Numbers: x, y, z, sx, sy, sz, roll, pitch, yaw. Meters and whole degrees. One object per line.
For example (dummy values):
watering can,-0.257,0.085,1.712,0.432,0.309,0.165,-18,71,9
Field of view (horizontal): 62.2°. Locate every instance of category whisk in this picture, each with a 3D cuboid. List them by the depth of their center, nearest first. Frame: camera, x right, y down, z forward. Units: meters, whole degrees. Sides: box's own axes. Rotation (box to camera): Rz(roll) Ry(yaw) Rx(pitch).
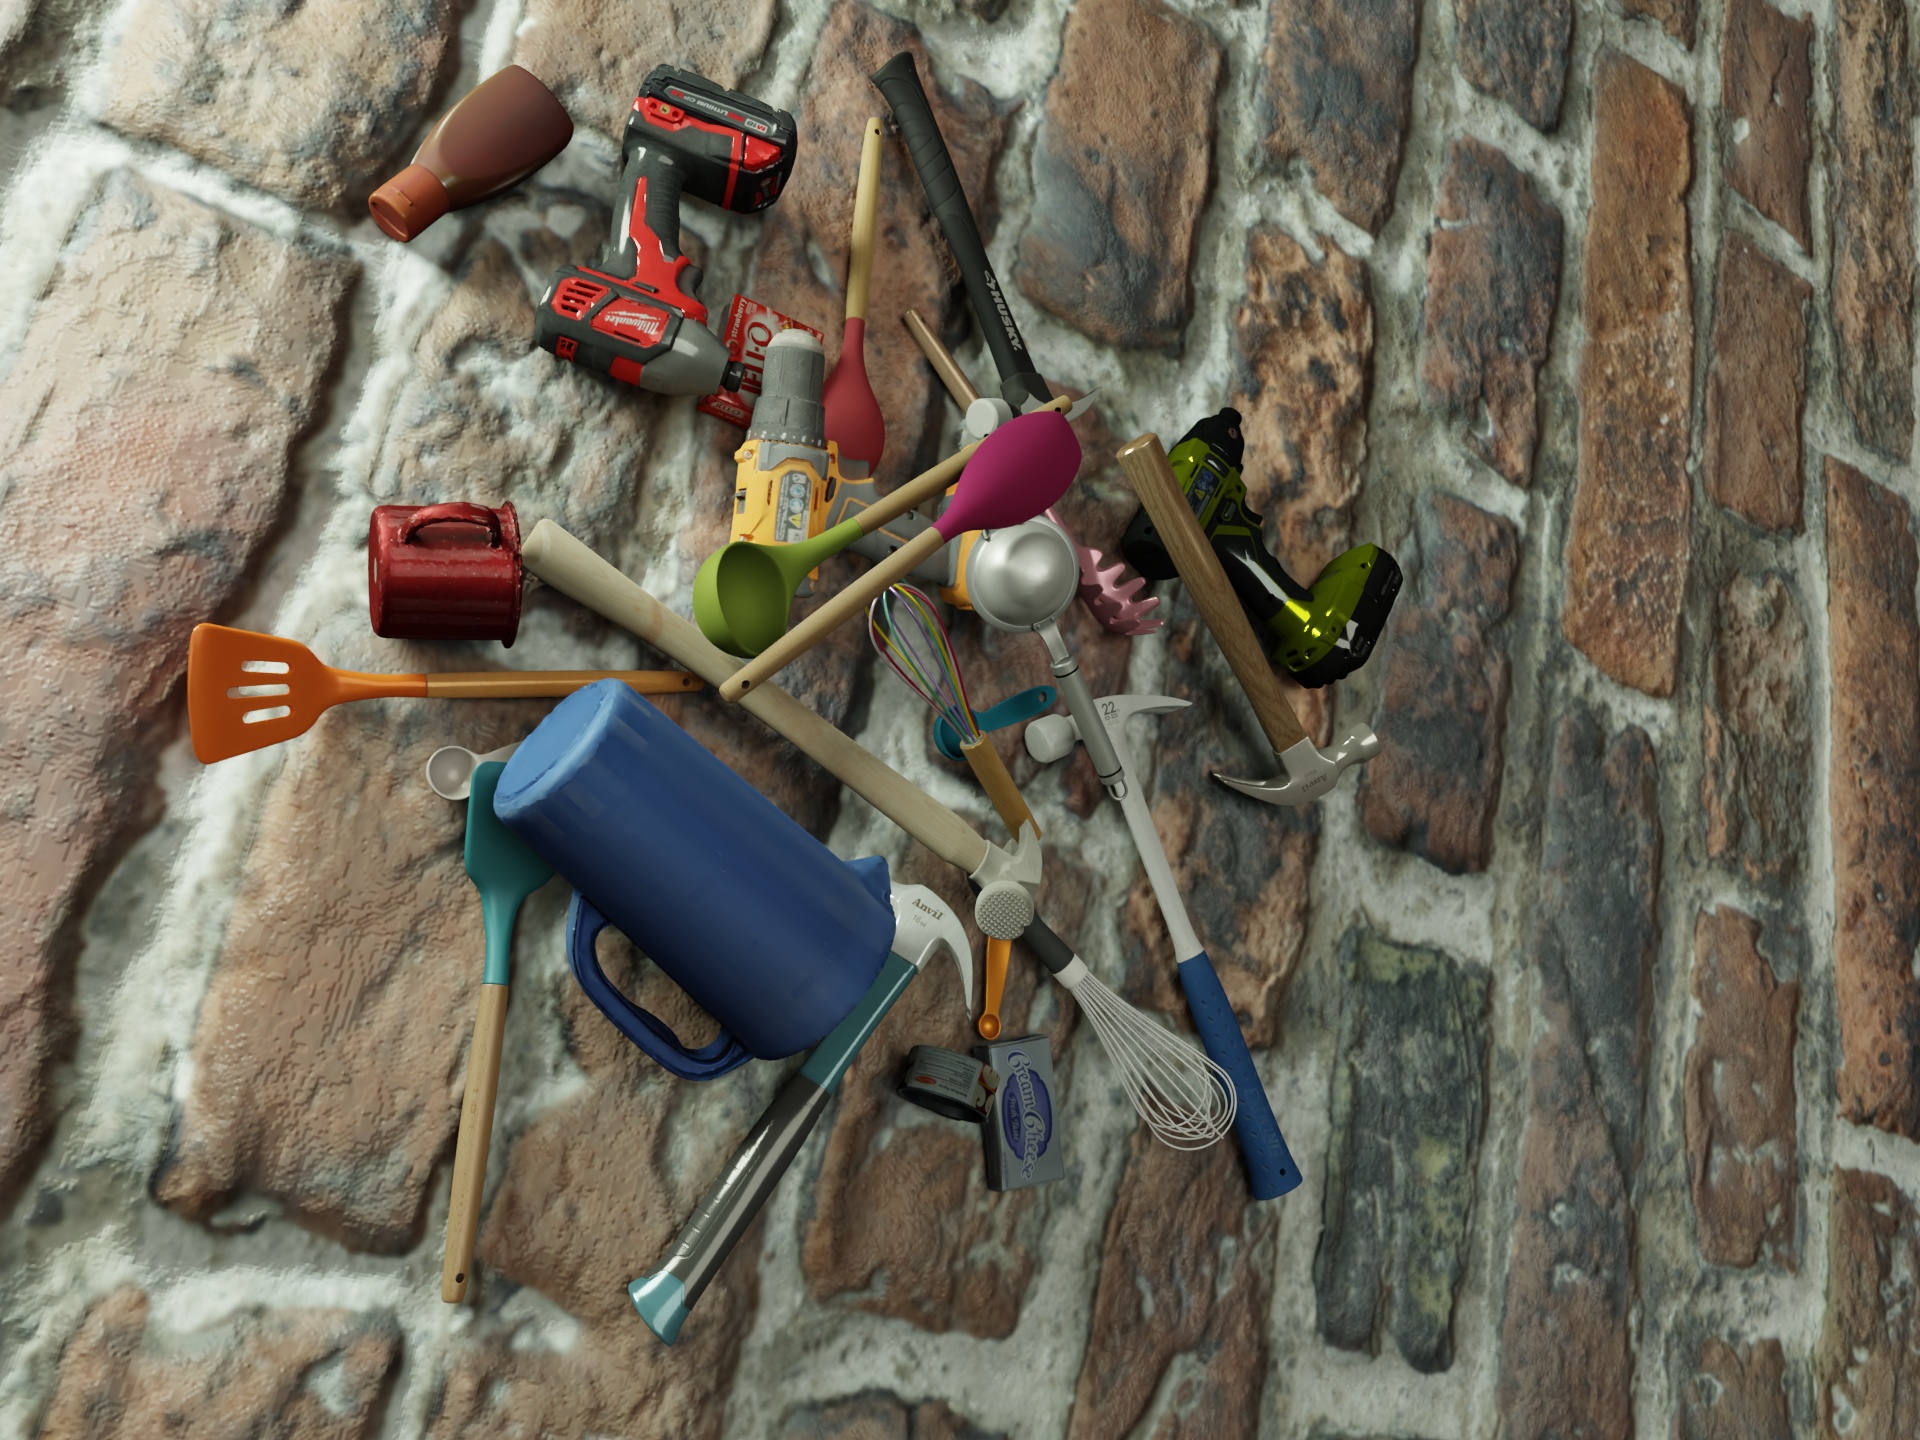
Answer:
whisk,-0.003,-0.004,1.141,0.244,0.047,0.051,60,21,-27
whisk,0.102,0.206,1.170,0.284,0.070,0.070,48,60,-8

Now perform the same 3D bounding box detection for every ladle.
ladle,-0.043,-0.143,1.078,0.320,0.062,0.078,-33,116,-19
ladle,-0.077,-0.326,1.215,0.069,0.031,0.316,14,70,-30

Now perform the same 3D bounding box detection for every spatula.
spatula,-0.282,0.186,0.962,0.082,0.044,0.318,15,72,-38
spatula,-0.309,-0.021,0.998,0.322,0.041,0.081,-2,95,-32

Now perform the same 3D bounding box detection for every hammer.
hammer,-0.105,0.248,1.037,0.128,0.033,0.331,29,66,15
hammer,-0.116,-0.005,1.078,0.410,0.146,0.038,36,107,-7
hammer,0.180,0.171,1.237,0.144,0.035,0.405,-20,89,-32
hammer,0.008,-0.376,1.259,0.146,0.035,0.335,-14,81,-48
hammer,0.210,-0.075,1.262,0.130,0.031,0.331,-32,107,-4

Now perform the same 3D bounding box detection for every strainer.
strainer,0.074,-0.047,1.152,0.087,0.050,0.258,-30,114,-10

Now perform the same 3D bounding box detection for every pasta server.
pasta server,0.055,-0.194,1.252,0.316,0.040,0.060,55,34,-6

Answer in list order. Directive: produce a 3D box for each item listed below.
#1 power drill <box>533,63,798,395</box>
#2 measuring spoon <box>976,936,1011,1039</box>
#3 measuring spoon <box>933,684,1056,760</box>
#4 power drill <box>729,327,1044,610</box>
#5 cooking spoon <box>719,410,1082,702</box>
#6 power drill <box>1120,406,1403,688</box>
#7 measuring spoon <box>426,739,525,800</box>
power drill,-0.194,-0.330,1.107,0.143,0.078,0.220,20,72,-9
measuring spoon,0.024,0.175,1.163,0.021,0.011,0.117,20,65,-31
measuring spoon,0.024,-0.003,1.204,0.128,0.021,0.042,-22,102,-41
power drill,-0.052,-0.172,1.142,0.226,0.084,0.185,5,92,-27
cooking spoon,-0.034,-0.109,1.062,0.319,0.017,0.068,-39,114,-21
power drill,0.257,-0.146,1.336,0.223,0.080,0.171,37,63,-14
measuring spoon,-0.284,0.025,1.020,0.124,0.018,0.034,-16,86,-39
